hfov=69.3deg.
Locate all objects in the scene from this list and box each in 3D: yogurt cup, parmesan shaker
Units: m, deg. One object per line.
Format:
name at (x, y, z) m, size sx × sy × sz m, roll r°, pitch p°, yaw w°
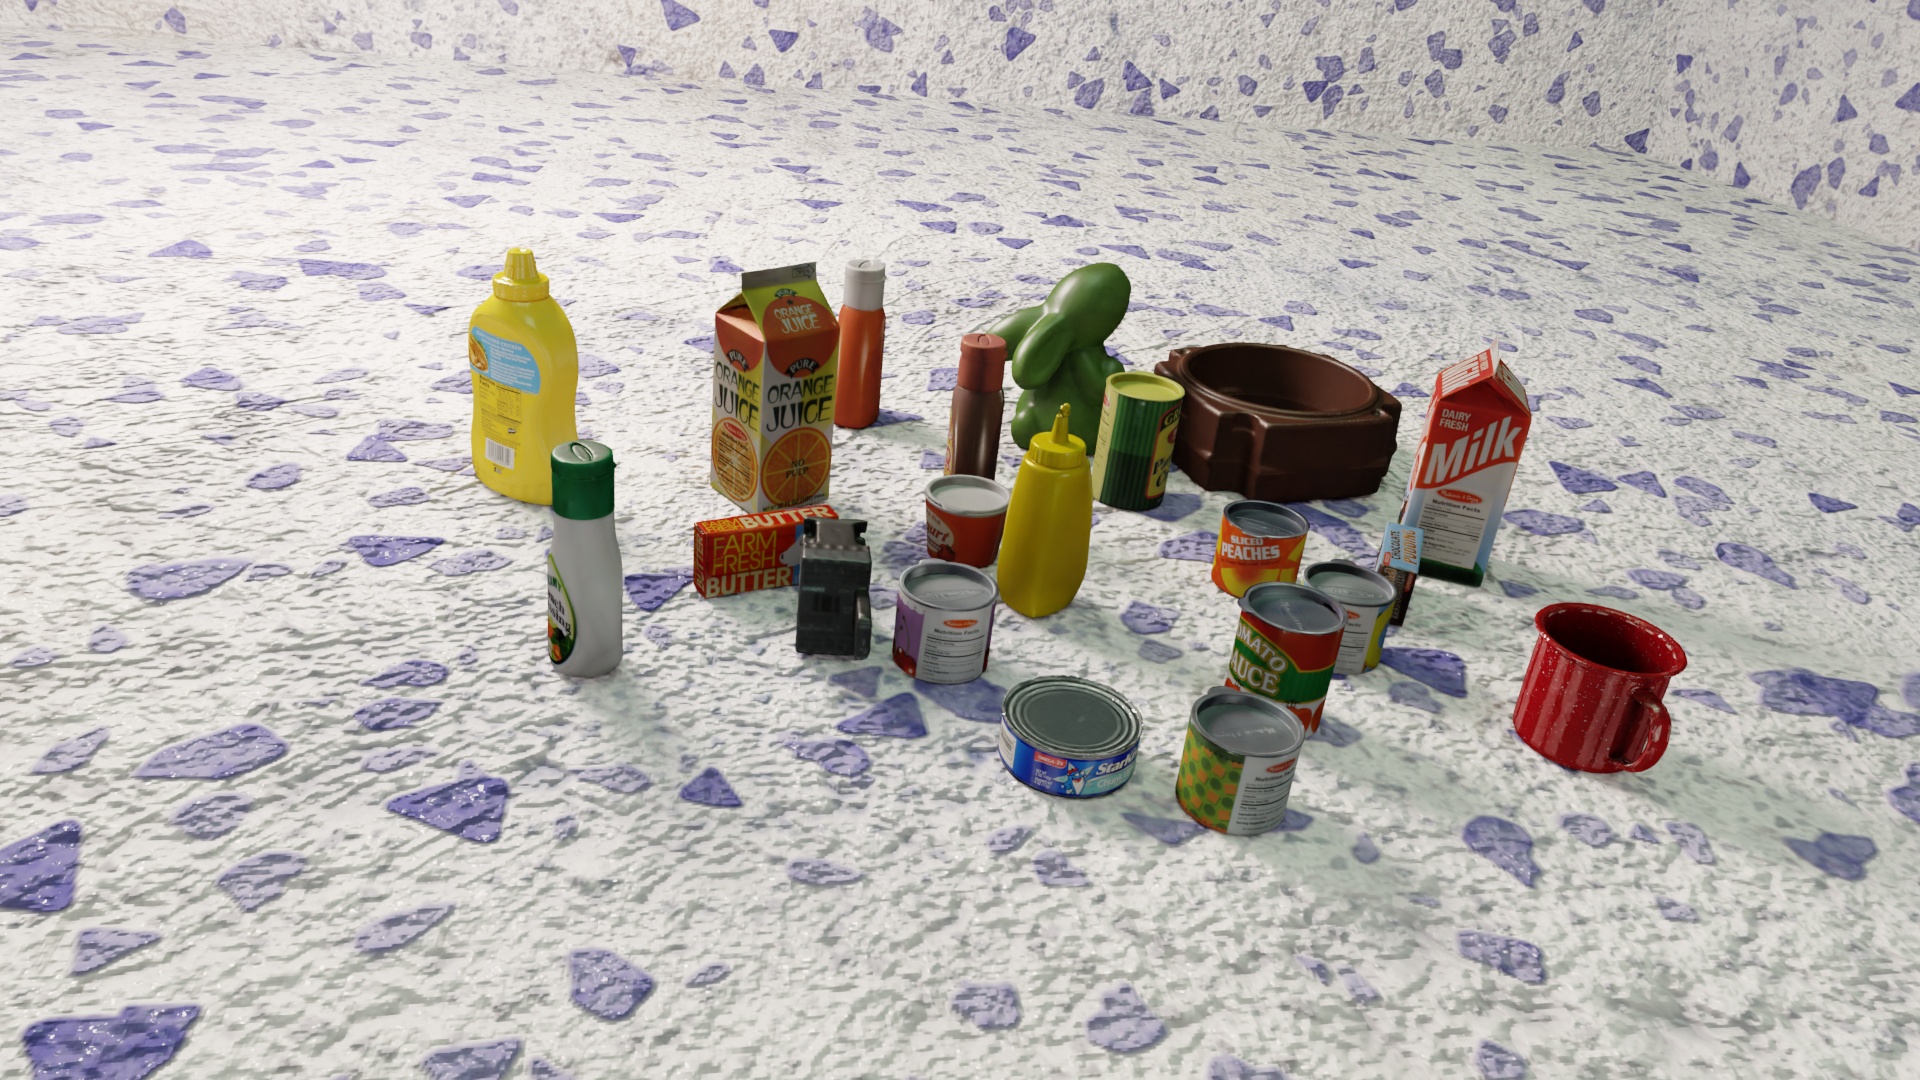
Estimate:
yogurt cup at (0.004, -0.013, 1.066) m, size 0.072 × 0.053 × 0.073 m, roll 5°, pitch 26°, yaw -3°
parmesan shaker at (0.150, -0.086, 1.190) m, size 0.071 × 0.102 × 0.071 m, roll 5°, pitch 26°, yaw -3°

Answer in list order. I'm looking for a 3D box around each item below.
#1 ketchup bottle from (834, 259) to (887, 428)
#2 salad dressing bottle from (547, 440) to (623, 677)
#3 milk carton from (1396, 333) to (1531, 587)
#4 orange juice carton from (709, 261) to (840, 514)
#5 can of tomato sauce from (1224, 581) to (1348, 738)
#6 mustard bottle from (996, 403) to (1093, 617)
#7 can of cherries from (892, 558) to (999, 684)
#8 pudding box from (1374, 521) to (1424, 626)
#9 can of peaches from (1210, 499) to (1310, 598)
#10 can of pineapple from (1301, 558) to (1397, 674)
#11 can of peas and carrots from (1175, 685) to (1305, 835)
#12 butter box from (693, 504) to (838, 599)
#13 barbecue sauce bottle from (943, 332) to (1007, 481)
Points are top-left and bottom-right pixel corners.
ketchup bottle at (-0.091, -0.180, 1.270) m, size 0.043 × 0.148 × 0.065 m, roll 10°, pitch 26°, yaw 6°
salad dressing bottle at (-0.232, 0.012, 0.856) m, size 0.044 × 0.147 × 0.064 m, roll -10°, pitch 31°, yaw -30°
milk carton at (0.406, -0.067, 1.115) m, size 0.073 × 0.189 × 0.073 m, roll 13°, pitch 27°, yaw 13°
orange juice carton at (-0.147, -0.122, 1.093) m, size 0.072 × 0.191 × 0.073 m, roll -17°, pitch 34°, yaw -39°
can of tomato sauce at (0.207, 0.078, 0.899) m, size 0.071 × 0.082 × 0.071 m, roll 5°, pitch 26°, yaw -3°
mustard bottle at (0.064, -0.025, 0.986) m, size 0.049 × 0.159 × 0.065 m, roll 28°, pitch 33°, yaw 36°
can of cherries at (-0.011, 0.053, 0.925) m, size 0.071 × 0.058 × 0.072 m, roll 5°, pitch 26°, yaw -3°
pudding box at (0.336, 0.025, 1.073) m, size 0.030 × 0.049 × 0.084 m, roll 14°, pitch 27°, yaw 15°
can of peaches at (0.229, 0.009, 1.071) m, size 0.071 × 0.057 × 0.071 m, roll 5°, pitch 26°, yaw -3°
can of pineapple at (0.272, 0.054, 0.991) m, size 0.071 × 0.057 × 0.071 m, roll 5°, pitch 26°, yaw -3°
can of peas and carrots at (0.162, 0.129, 0.815) m, size 0.071 × 0.058 × 0.071 m, roll 5°, pitch 26°, yaw -3°
butter box at (-0.138, 0.007, 0.993) m, size 0.104 × 0.053 × 0.024 m, roll -8°, pitch 30°, yaw -27°
barbecue sauce bottle at (0.012, -0.091, 1.117) m, size 0.044 × 0.147 × 0.065 m, roll 6°, pitch 26°, yaw -1°
